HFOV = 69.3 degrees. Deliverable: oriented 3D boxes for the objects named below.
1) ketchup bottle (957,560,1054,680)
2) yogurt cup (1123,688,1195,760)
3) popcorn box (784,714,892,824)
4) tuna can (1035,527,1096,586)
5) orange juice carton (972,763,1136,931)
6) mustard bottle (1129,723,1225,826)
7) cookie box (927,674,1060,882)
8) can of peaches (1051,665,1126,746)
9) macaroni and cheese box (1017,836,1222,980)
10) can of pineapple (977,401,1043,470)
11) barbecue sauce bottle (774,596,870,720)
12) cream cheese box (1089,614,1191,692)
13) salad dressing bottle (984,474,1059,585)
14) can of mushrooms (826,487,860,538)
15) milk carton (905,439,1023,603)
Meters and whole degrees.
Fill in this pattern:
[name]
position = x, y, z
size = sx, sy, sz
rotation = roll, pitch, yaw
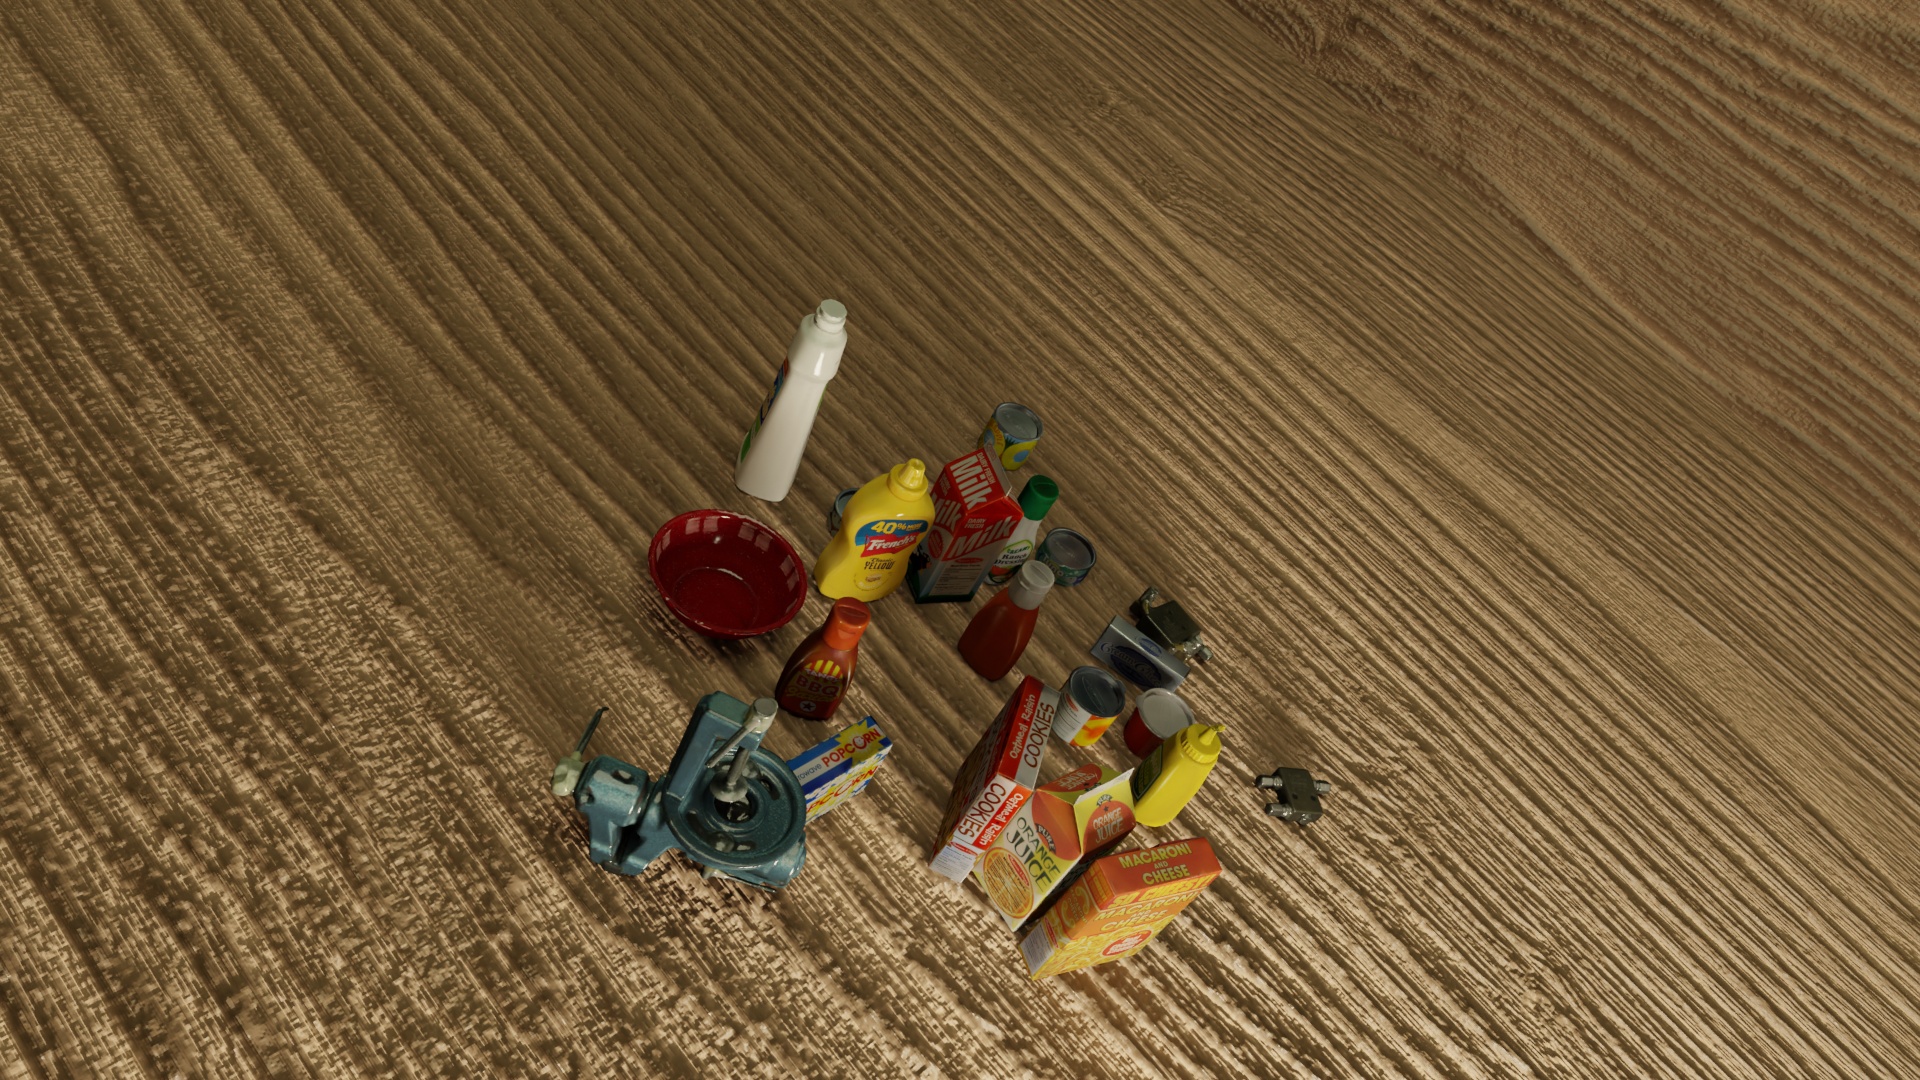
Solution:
[ketchup bottle]
position = 0.051, 0.081, 1.449
size = 0.065, 0.148, 0.044
rotation = 44, 43, 15
[yogurt cup]
position = 0.211, 0.201, 1.494
size = 0.072, 0.053, 0.073
rotation = 16, 44, -16
[popcorn box]
position = -0.130, 0.218, 1.261
size = 0.127, 0.084, 0.038
rotation = -25, 65, -43
[tuna can]
position = 0.123, 0.021, 1.635
size = 0.071, 0.032, 0.071
rotation = 16, 44, -16
[orange juice carton]
position = 0.091, 0.269, 1.256
size = 0.072, 0.191, 0.073
rotation = -16, 59, -39
[mustard bottle]
position = 0.221, 0.226, 1.396
size = 0.049, 0.159, 0.066
rotation = 21, 42, -10
[cookie box]
position = 0.030, 0.221, 1.287
size = 0.040, 0.166, 0.123
rotation = 27, 42, -4
[can of peaches]
position = 0.134, 0.176, 1.472
size = 0.071, 0.057, 0.071
rotation = 16, 44, -16
[macaroni and cheese box]
position = 0.140, 0.329, 1.245
size = 0.124, 0.165, 0.040
rotation = -3, 52, -32
[can of pineapple]
position = 0.060, -0.129, 1.726
size = 0.071, 0.057, 0.071
rotation = 16, 44, -16
[barbecue sauce bottle]
position = -0.127, 0.112, 1.319
size = 0.065, 0.147, 0.044
rotation = 19, 43, -13
[cream cheese box]
position = 0.200, 0.134, 1.554
size = 0.104, 0.053, 0.024
rotation = 36, 42, 7
[salad dressing bottle]
position = 0.062, -0.012, 1.547
size = 0.064, 0.146, 0.044
rotation = -2, 51, -31
[can of mushrooms]
position = -0.112, -0.022, 1.543
size = 0.071, 0.033, 0.071
rotation = 16, 44, -16
[milk carton]
position = 0.005, -0.019, 1.489
size = 0.073, 0.189, 0.072
rotation = 0, 50, -30
